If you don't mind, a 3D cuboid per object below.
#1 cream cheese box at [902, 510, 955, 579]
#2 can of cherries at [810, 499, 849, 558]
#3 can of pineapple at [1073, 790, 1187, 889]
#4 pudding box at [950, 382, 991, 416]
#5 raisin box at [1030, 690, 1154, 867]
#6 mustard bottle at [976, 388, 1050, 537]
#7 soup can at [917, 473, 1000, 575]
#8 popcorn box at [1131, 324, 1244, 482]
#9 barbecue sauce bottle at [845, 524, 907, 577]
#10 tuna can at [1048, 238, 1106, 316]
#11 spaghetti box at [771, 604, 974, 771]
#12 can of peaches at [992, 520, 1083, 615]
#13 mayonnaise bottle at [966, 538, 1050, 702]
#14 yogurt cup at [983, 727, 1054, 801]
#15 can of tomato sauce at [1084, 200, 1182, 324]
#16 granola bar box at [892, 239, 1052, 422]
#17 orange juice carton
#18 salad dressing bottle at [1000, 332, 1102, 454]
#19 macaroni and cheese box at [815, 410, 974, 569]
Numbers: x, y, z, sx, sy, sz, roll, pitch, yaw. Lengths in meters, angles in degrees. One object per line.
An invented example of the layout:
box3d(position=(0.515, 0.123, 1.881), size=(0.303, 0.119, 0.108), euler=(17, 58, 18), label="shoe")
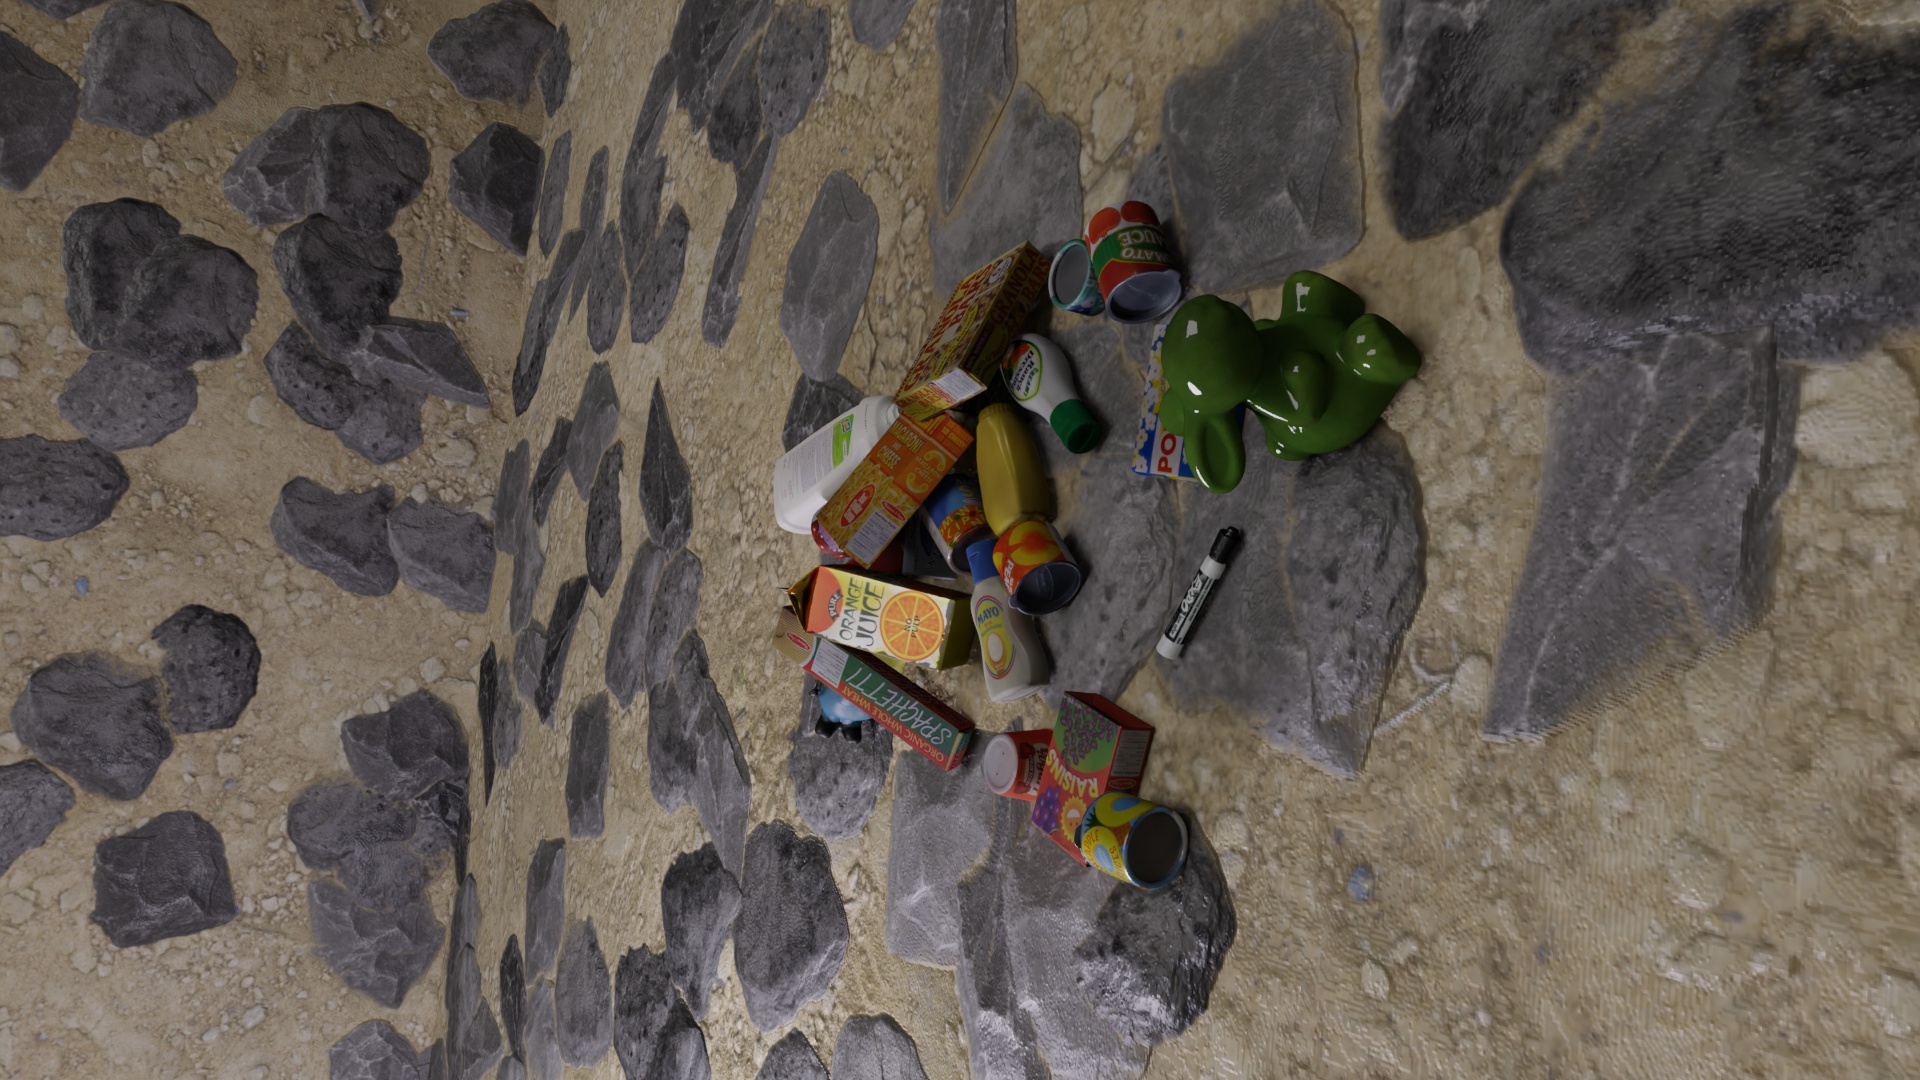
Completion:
box3d(position=(-0.028, -0.013, 1.421), size=(0.024, 0.053, 0.104), euler=(-7, 77, 56), label="cream cheese box")
box3d(position=(-0.126, -0.018, 1.566), size=(0.058, 0.071, 0.072), euler=(-34, 55, 50), label="can of cherries")
box3d(position=(0.135, 0.236, 1.094), size=(0.058, 0.071, 0.071), euler=(6, 88, 58), label="can of pineapple")
box3d(position=(-0.003, -0.158, 1.436), size=(0.084, 0.030, 0.049), euler=(20, 99, 57), label="pudding box")
box3d(position=(0.110, 0.199, 1.171), size=(0.086, 0.040, 0.123), euler=(27, 107, 55), label="raisin box")
box3d(position=(0.045, -0.081, 1.326), size=(0.065, 0.049, 0.161), euler=(-45, 47, 47), label="mustard bottle")
box3d(position=(0.005, -0.017, 1.361), size=(0.071, 0.071, 0.084), euler=(-63, 38, 27), label="soup can")
box3d(position=(0.187, -0.111, 1.119), size=(0.085, 0.038, 0.126), euler=(12, 93, 58), label="popcorn box")
box3d(position=(-0.083, 0.018, 1.509), size=(0.148, 0.044, 0.065), euler=(-32, 57, 51), label="barbecue sauce bottle")
box3d(position=(0.113, -0.240, 1.270), size=(0.071, 0.033, 0.071), euler=(-19, 68, 55), label="tuna can")
box3d(position=(-0.092, 0.146, 1.410), size=(0.250, 0.029, 0.050), euler=(32, 114, 27), label="spaghetti box")
box3d(position=(0.067, 0.025, 1.248), size=(0.071, 0.071, 0.058), euler=(-60, 37, 31), label="can of peaches")
box3d(position=(0.039, 0.073, 1.291), size=(0.064, 0.041, 0.148), euler=(-33, 64, 44), label="mayonnaise bottle")
box3d(position=(0.057, 0.200, 1.239), size=(0.072, 0.054, 0.072), euler=(-20, 66, 55), label="yogurt cup")
box3d(position=(0.147, -0.239, 1.184), size=(0.071, 0.071, 0.083), euler=(-46, 46, 43), label="can of tomato sauce")
box3d(position=(0.012, -0.201, 1.347), size=(0.124, 0.039, 0.166), euler=(-19, 38, 55), label="granola bar box")
box3d(position=(-0.085, 0.069, 1.385), size=(0.193, 0.072, 0.073), euler=(14, 96, 22), label="orange juice carton")
box3d(position=(0.084, -0.136, 1.282), size=(0.064, 0.044, 0.148), euler=(-61, 38, 27), label="salad dressing bottle")
box3d(position=(-0.067, -0.061, 1.387), size=(0.166, 0.040, 0.124), euler=(-50, 23, 1), label="macaroni and cheese box")
